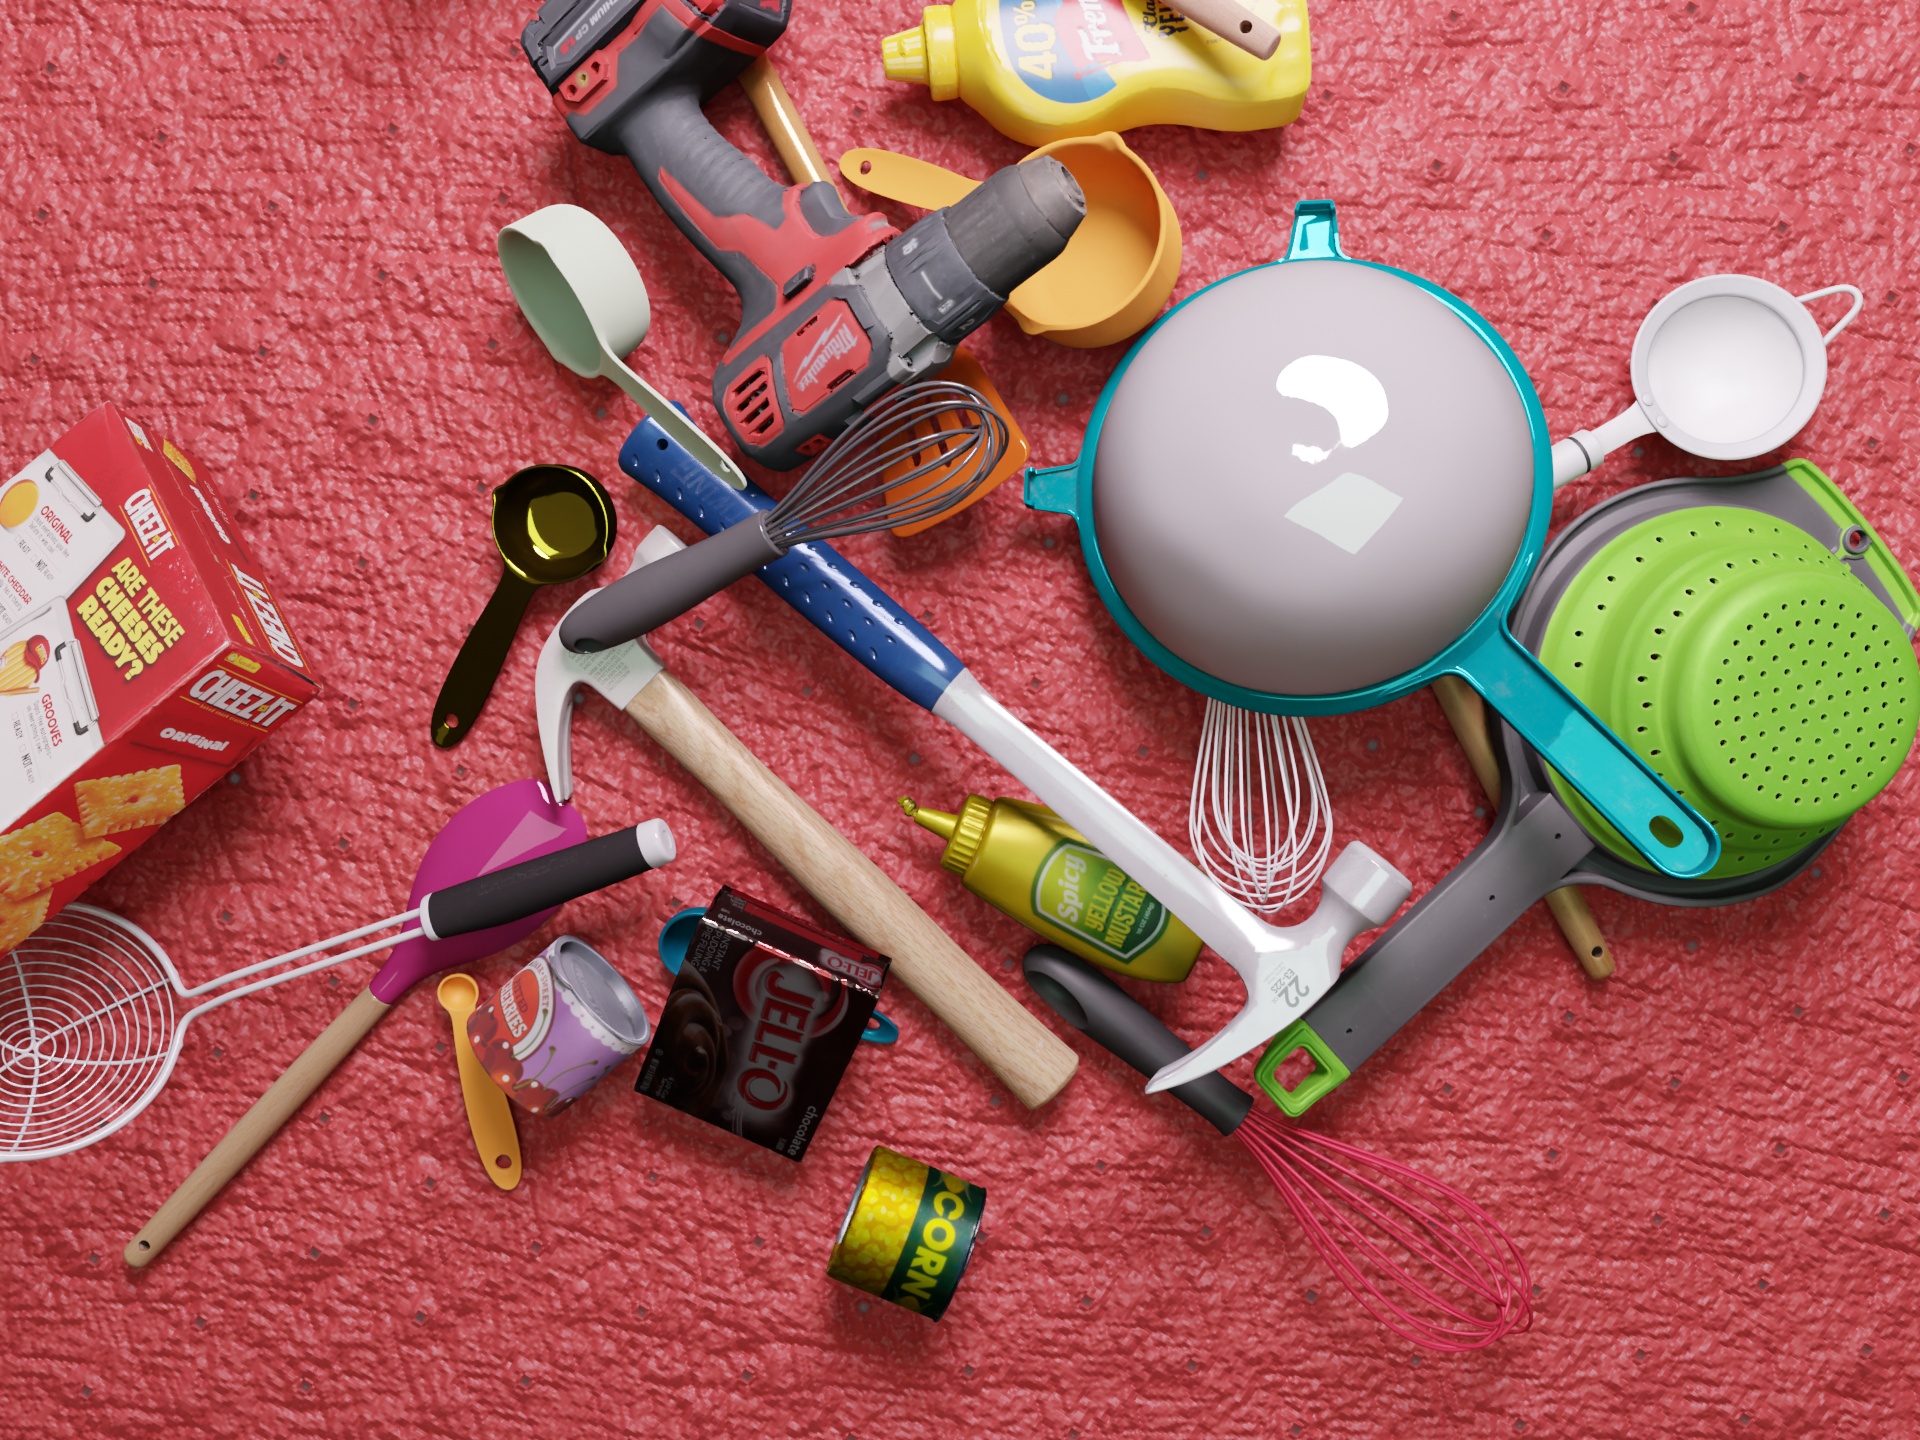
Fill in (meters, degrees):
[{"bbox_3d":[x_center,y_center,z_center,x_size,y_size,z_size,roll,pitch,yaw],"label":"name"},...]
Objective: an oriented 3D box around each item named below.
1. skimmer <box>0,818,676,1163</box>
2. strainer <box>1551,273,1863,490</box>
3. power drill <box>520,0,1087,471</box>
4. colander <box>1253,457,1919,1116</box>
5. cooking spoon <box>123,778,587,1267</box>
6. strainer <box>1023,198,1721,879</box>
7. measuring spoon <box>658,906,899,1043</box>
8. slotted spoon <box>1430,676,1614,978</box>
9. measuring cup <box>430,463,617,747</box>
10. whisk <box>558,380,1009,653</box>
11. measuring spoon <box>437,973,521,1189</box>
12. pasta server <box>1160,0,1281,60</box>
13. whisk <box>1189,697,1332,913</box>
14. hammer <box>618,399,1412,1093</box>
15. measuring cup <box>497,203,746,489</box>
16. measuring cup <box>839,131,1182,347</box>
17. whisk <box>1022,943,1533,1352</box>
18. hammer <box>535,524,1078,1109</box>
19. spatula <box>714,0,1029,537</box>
[{"bbox_3d":[-0.314,0.104,0.736,0.363,0.090,0.127,-19,66,7],"label":"skimmer"},{"bbox_3d":[0.295,-0.130,0.740,0.258,0.050,0.087,-29,84,-2],"label":"strainer"},{"bbox_3d":[-0.068,-0.247,0.697,0.188,0.080,0.227,-31,89,25],"label":"power drill"},{"bbox_3d":[0.294,0.044,0.715,0.397,0.094,0.204,-42,97,-2],"label":"colander"},{"bbox_3d":[-0.304,0.154,0.788,0.069,0.017,0.319,43,93,-3],"label":"cooking spoon"},{"bbox_3d":[0.187,-0.064,0.664,0.211,0.095,0.340,-44,75,7],"label":"strainer"},{"bbox_3d":[-0.087,0.126,0.787,0.128,0.021,0.042,27,115,-10],"label":"measuring spoon"},{"bbox_3d":[0.241,-0.013,0.767,0.070,0.031,0.314,-28,94,0],"label":"slotted spoon"},{"bbox_3d":[-0.218,-0.055,0.775,0.062,0.029,0.156,31,105,-1],"label":"measuring cup"},{"bbox_3d":[-0.085,-0.083,0.699,0.239,0.055,0.055,-24,93,21],"label":"whisk"},{"bbox_3d":[-0.237,0.179,0.790,0.021,0.011,0.117,-11,102,-3],"label":"measuring spoon"},{"bbox_3d":[0.010,-0.380,0.706,0.316,0.040,0.060,38,108,13],"label":"pasta server"},{"bbox_3d":[0.135,-0.051,0.754,0.070,0.070,0.284,-4,88,1],"label":"whisk"},{"bbox_3d":[-0.001,-0.002,0.725,0.405,0.035,0.144,40,94,10],"label":"hammer"},{"bbox_3d":[-0.144,-0.170,0.727,0.168,0.083,0.038,44,66,11],"label":"measuring cup"},{"bbox_3d":[0.023,-0.233,0.749,0.174,0.052,0.095,26,97,23],"label":"measuring cup"},{"bbox_3d":[0.149,0.203,0.766,0.296,0.073,0.073,37,93,4],"label":"whisk"},{"bbox_3d":[-0.072,0.066,0.773,0.331,0.031,0.130,45,93,-2],"label":"hammer"},{"bbox_3d":[-0.067,-0.244,0.748,0.081,0.041,0.322,-28,91,26],"label":"spatula"}]
